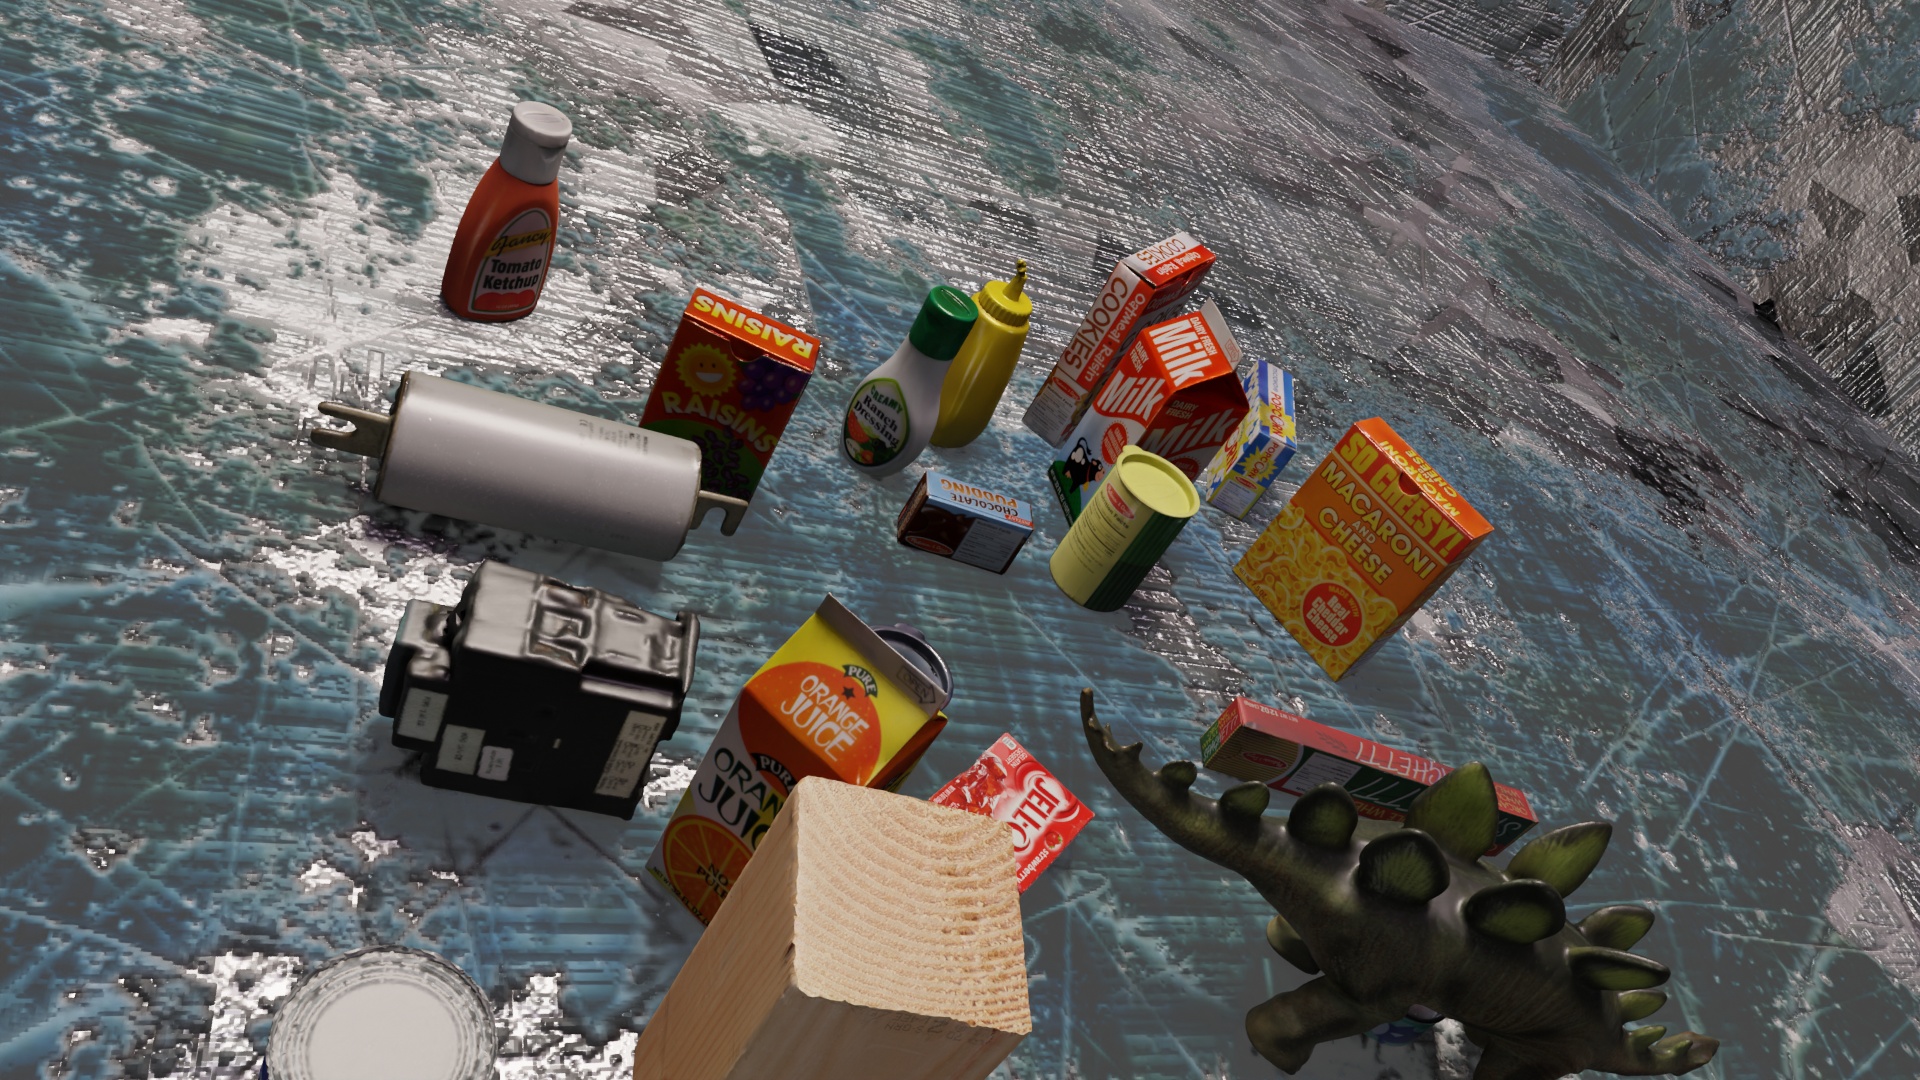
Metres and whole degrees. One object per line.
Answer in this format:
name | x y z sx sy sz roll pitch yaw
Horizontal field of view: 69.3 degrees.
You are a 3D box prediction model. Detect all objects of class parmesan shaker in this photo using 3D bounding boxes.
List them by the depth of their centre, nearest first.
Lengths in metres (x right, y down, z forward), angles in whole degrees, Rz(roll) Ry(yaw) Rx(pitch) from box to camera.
parmesan shaker | 0.115 -0.007 0.996 0.071 0.102 0.072 20 38 -16

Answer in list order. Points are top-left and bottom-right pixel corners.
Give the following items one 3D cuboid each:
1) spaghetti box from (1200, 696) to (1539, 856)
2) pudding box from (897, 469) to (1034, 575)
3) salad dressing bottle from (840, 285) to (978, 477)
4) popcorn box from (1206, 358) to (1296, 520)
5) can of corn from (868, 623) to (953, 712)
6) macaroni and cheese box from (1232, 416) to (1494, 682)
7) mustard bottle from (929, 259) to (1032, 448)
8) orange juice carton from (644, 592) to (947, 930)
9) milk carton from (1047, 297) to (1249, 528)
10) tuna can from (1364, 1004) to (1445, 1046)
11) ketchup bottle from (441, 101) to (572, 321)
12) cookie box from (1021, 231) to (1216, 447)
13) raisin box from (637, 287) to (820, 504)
spaghetti box | 0.285 0.167 0.963 0.250 0.050 0.029 19 38 -17
pudding box | 0.003 -0.012 0.965 0.084 0.049 0.030 17 39 -19
salad dressing bottle | -0.035 -0.110 0.968 0.064 0.147 0.044 44 38 16
popcorn box | 0.252 -0.089 1.203 0.038 0.084 0.127 26 37 -8
can of corn | -0.045 0.091 0.805 0.071 0.058 0.071 20 38 -16
macaroni and cheese box | 0.302 0.008 1.060 0.040 0.165 0.124 -14 56 -45
mustard bottle | 0.015 -0.141 1.030 0.049 0.159 0.065 -2 48 -37
orange juice carton | -0.073 0.109 0.652 0.072 0.191 0.073 41 37 12
milk carton | 0.148 -0.088 1.039 0.073 0.189 0.072 9 42 -28
tuna can | 0.258 0.269 0.841 0.071 0.032 0.071 20 38 -16
ketchup bottle | -0.290 -0.212 0.900 0.065 0.148 0.043 -15 57 -45
cookie box | 0.130 -0.165 1.133 0.040 0.166 0.123 41 37 11
raisin box | -0.151 -0.088 0.879 0.086 0.122 0.040 23 37 -12
